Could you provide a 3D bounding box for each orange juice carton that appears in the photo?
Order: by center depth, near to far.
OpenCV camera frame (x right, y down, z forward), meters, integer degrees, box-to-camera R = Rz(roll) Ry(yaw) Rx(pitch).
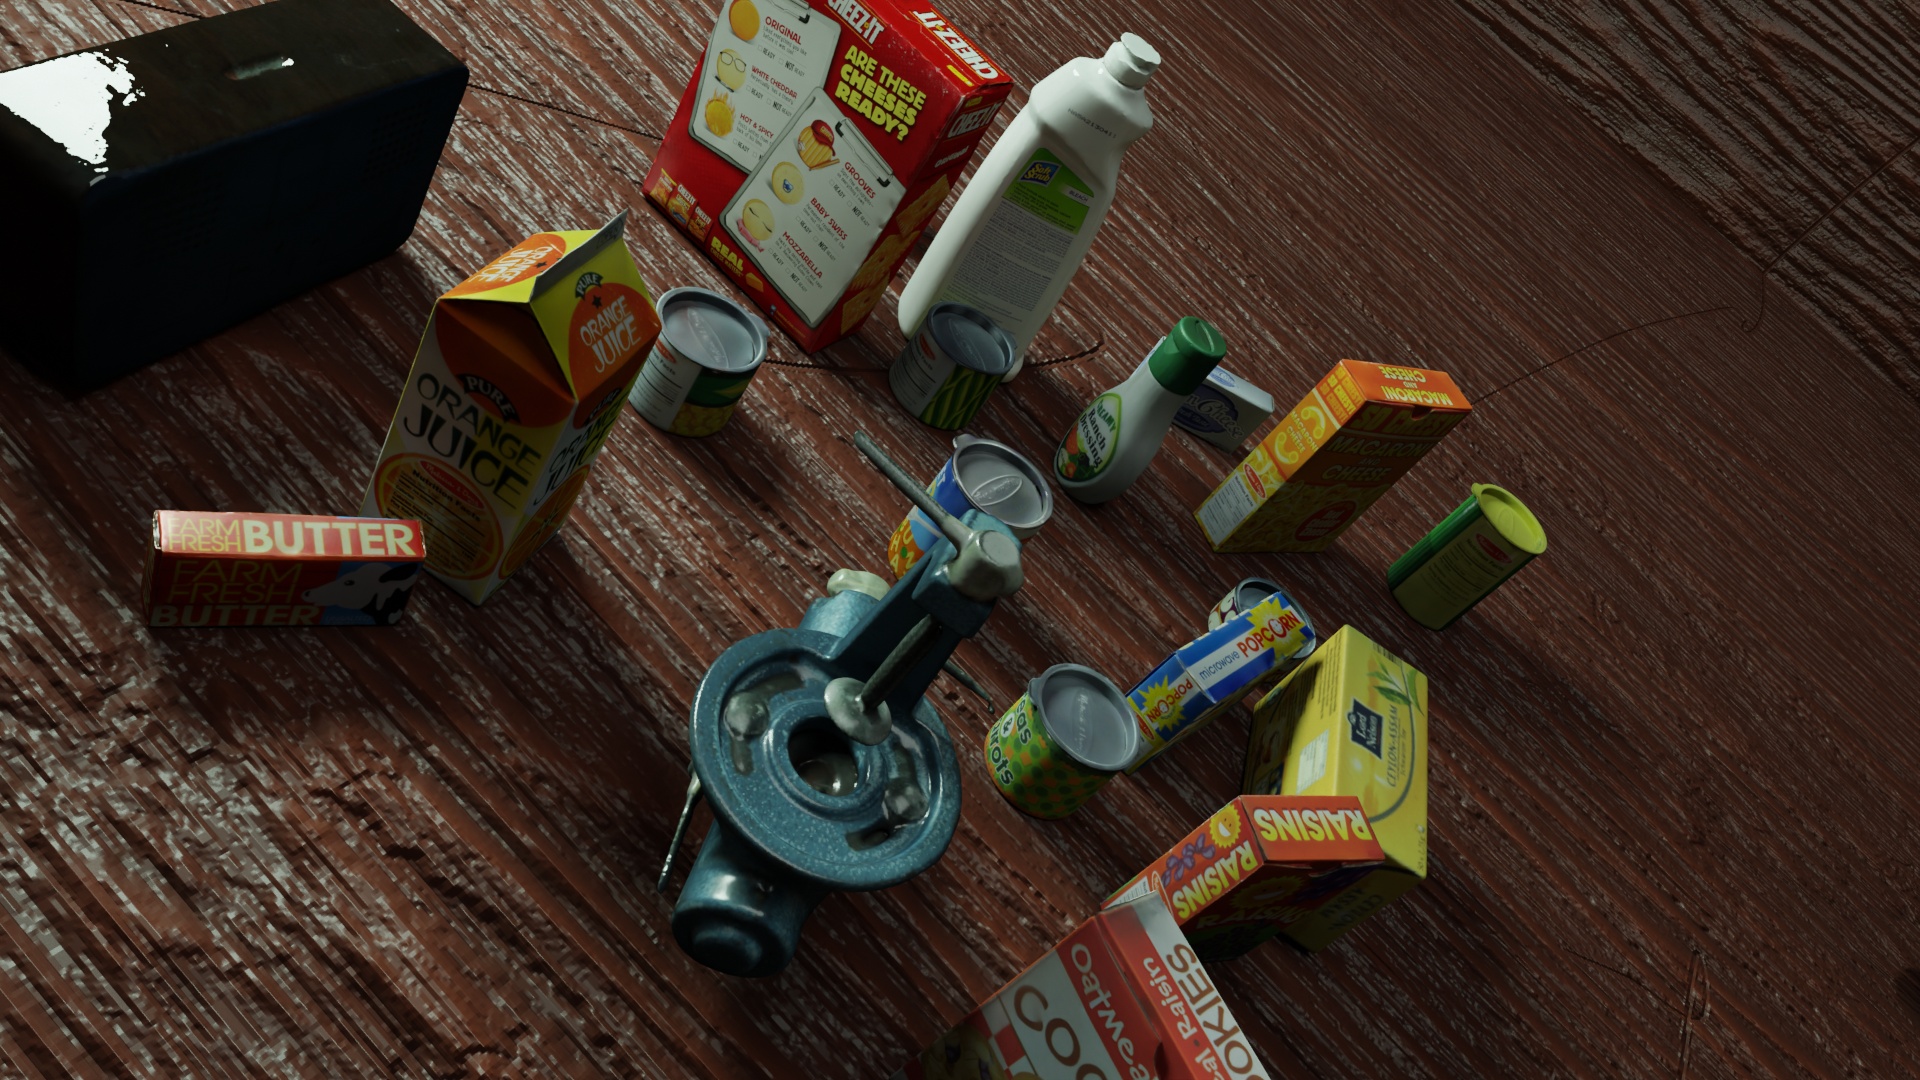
[{"bbox_3d":[-0.198,-0.064,0.622,0.073,0.191,0.072,36,39,-4],"label":"orange juice carton"}]

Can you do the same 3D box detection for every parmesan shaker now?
[{"bbox_3d":[0.386,0.012,1.070,0.071,0.102,0.072,21,42,-21],"label":"parmesan shaker"}]

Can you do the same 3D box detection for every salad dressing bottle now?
[{"bbox_3d":[0.118,-0.086,0.923,0.044,0.147,0.064,11,47,-30],"label":"salad dressing bottle"}]

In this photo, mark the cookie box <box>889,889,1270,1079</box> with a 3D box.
[{"bbox_3d":[0.051,0.233,0.549,0.040,0.166,0.123,-9,59,-43],"label":"cookie box"}]

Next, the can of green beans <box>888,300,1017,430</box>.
[{"bbox_3d":[-0.006,-0.116,0.926,0.071,0.057,0.071,21,42,-21],"label":"can of green beans"}]

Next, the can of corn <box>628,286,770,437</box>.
[{"bbox_3d":[-0.151,-0.102,0.801,0.071,0.058,0.071,21,42,-21],"label":"can of corn"}]

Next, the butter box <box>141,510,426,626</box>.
[{"bbox_3d":[-0.287,0.013,0.590,0.104,0.053,0.024,2,51,-36],"label":"butter box"}]

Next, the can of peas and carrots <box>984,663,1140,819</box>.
[{"bbox_3d":[0.052,0.109,0.755,0.071,0.058,0.071,21,42,-21],"label":"can of peas and carrots"}]

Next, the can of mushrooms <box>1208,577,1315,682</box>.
[{"bbox_3d":[0.202,0.062,0.936,0.071,0.033,0.071,21,42,-21],"label":"can of mushrooms"}]

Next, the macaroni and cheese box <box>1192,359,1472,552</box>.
[{"bbox_3d":[0.264,-0.054,0.991,0.124,0.165,0.040,0,53,-38],"label":"macaroni and cheese box"}]

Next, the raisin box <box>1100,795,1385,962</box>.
[{"bbox_3d":[0.142,0.175,0.709,0.086,0.122,0.040,8,48,-33],"label":"raisin box"}]

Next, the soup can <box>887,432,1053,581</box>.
[{"bbox_3d":[0.003,-0.010,0.811,0.071,0.083,0.072,21,42,-21],"label":"soup can"}]

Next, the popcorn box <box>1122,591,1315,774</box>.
[{"bbox_3d":[0.147,0.084,0.830,0.127,0.084,0.038,-21,67,-47],"label":"popcorn box"}]

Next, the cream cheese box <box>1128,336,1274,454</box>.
[{"bbox_3d":[0.184,-0.111,1.072,0.104,0.053,0.024,26,41,-15],"label":"cream cheese box"}]
